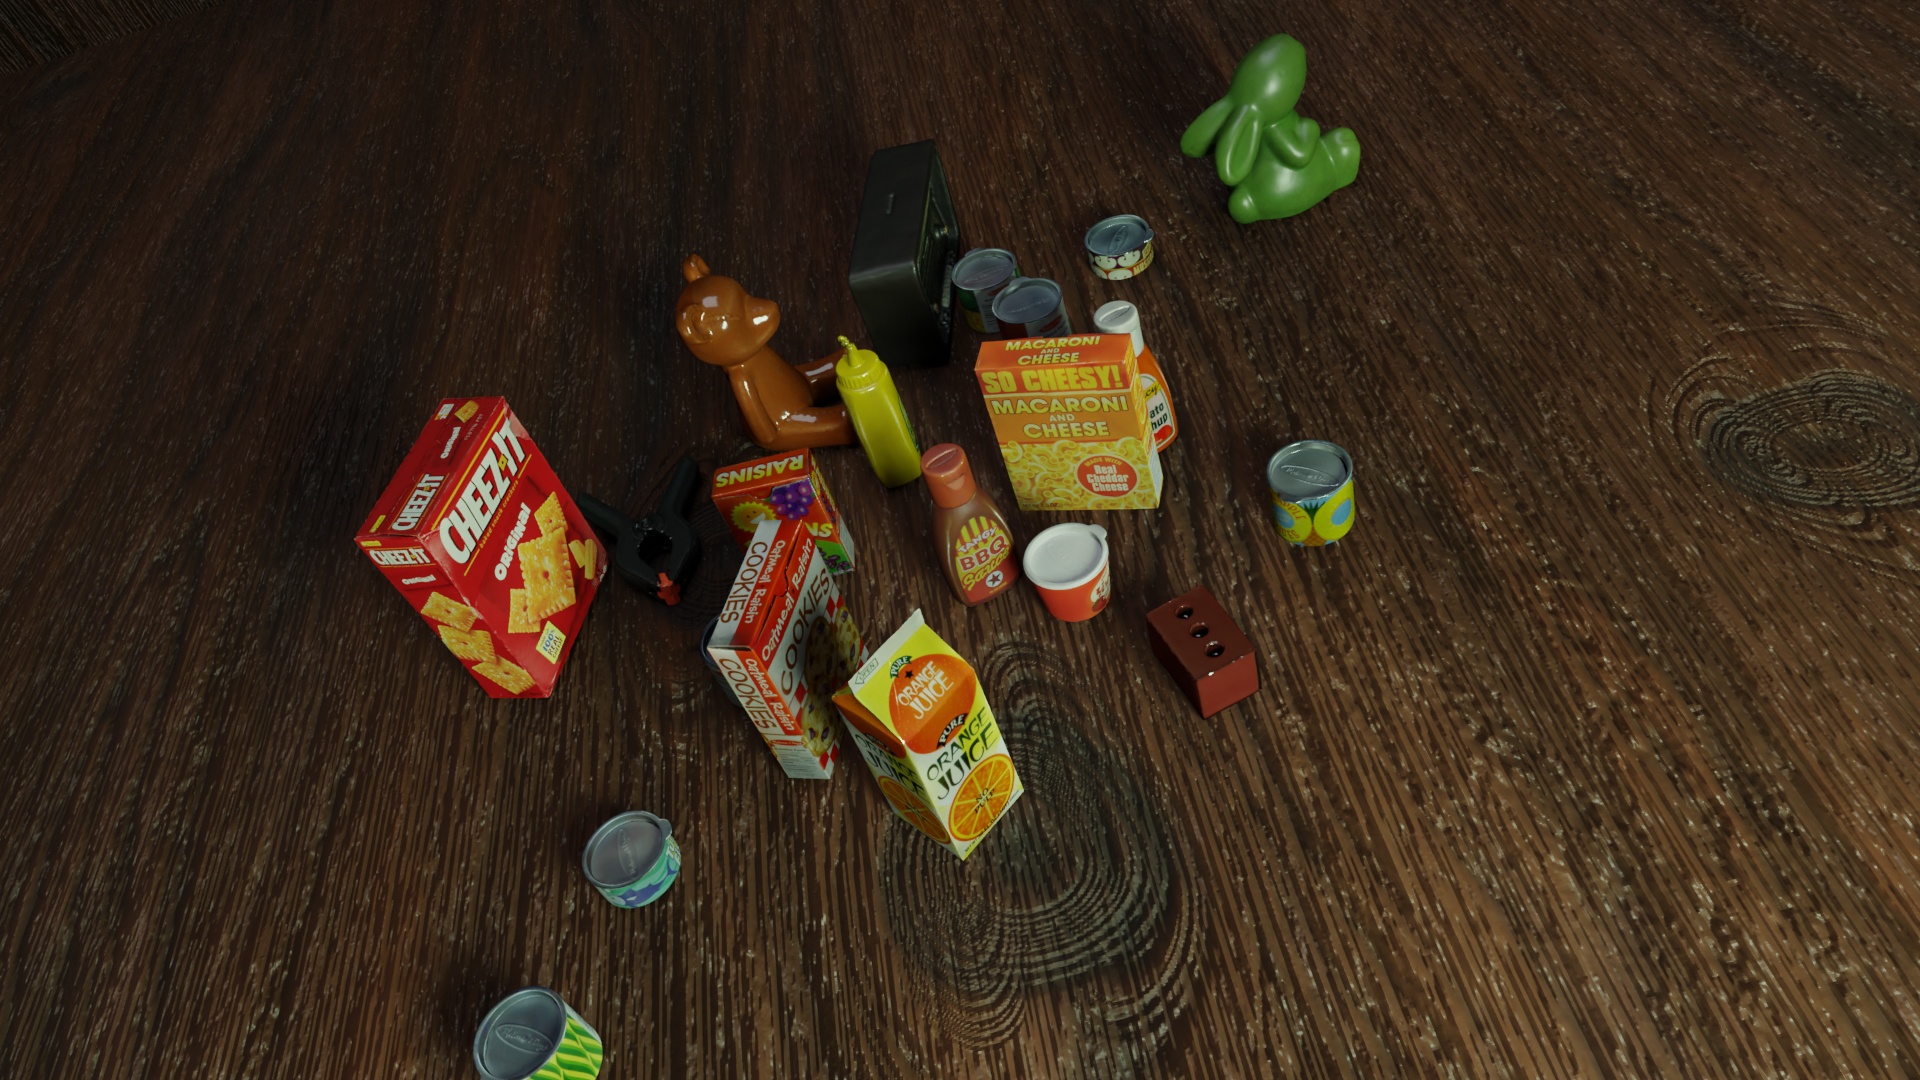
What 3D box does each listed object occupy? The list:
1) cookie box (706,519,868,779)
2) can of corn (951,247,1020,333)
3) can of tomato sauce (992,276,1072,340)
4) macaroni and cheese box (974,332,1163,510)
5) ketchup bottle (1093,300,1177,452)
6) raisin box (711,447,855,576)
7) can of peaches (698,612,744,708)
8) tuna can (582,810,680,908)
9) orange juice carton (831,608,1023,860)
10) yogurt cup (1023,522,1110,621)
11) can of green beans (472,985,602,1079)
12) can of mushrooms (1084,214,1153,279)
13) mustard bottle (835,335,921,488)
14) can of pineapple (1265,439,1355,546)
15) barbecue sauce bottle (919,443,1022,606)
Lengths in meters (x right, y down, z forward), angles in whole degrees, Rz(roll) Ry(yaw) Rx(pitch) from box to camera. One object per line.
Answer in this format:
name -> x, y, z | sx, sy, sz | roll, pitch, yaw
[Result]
cookie box -> -0.124, 0.083, 1.050 | 0.040, 0.166, 0.123 | -1, 48, 19
can of corn -> 0.029, -0.251, 1.392 | 0.071, 0.058, 0.071 | -10, 46, 11
can of tomato sauce -> 0.071, -0.195, 1.307 | 0.071, 0.082, 0.071 | -10, 46, 11
macaroni and cheese box -> 0.092, -0.095, 1.144 | 0.124, 0.165, 0.040 | -1, 48, 19
ketchup bottle -> 0.143, -0.135, 1.177 | 0.065, 0.148, 0.044 | -29, 45, -8
raisin box -> -0.149, -0.016, 1.185 | 0.086, 0.122, 0.040 | -12, 45, 8
can of peaches -> -0.170, 0.094, 1.134 | 0.071, 0.057, 0.071 | -10, 46, 11
tuna can -> -0.243, 0.238, 1.041 | 0.071, 0.032, 0.071 | -10, 45, 10
orange juice carton -> -0.025, 0.129, 0.953 | 0.073, 0.191, 0.072 | 26, 61, 37
yogurt cup -> 0.088, 0.028, 1.108 | 0.072, 0.053, 0.073 | -10, 45, 10
can of green beans -> -0.284, 0.344, 0.936 | 0.071, 0.057, 0.071 | -10, 46, 11
can of mushrooms -> 0.163, -0.296, 1.406 | 0.071, 0.033, 0.071 | -10, 45, 10
mustard bottle -> -0.077, -0.119, 1.232 | 0.049, 0.159, 0.065 | -22, 45, -1
can of pineapple -> 0.276, -0.036, 1.100 | 0.071, 0.057, 0.071 | -10, 46, 11
barbecue sauce bottle -> 0.004, -0.014, 1.111 | 0.065, 0.147, 0.044 | -32, 46, -11
